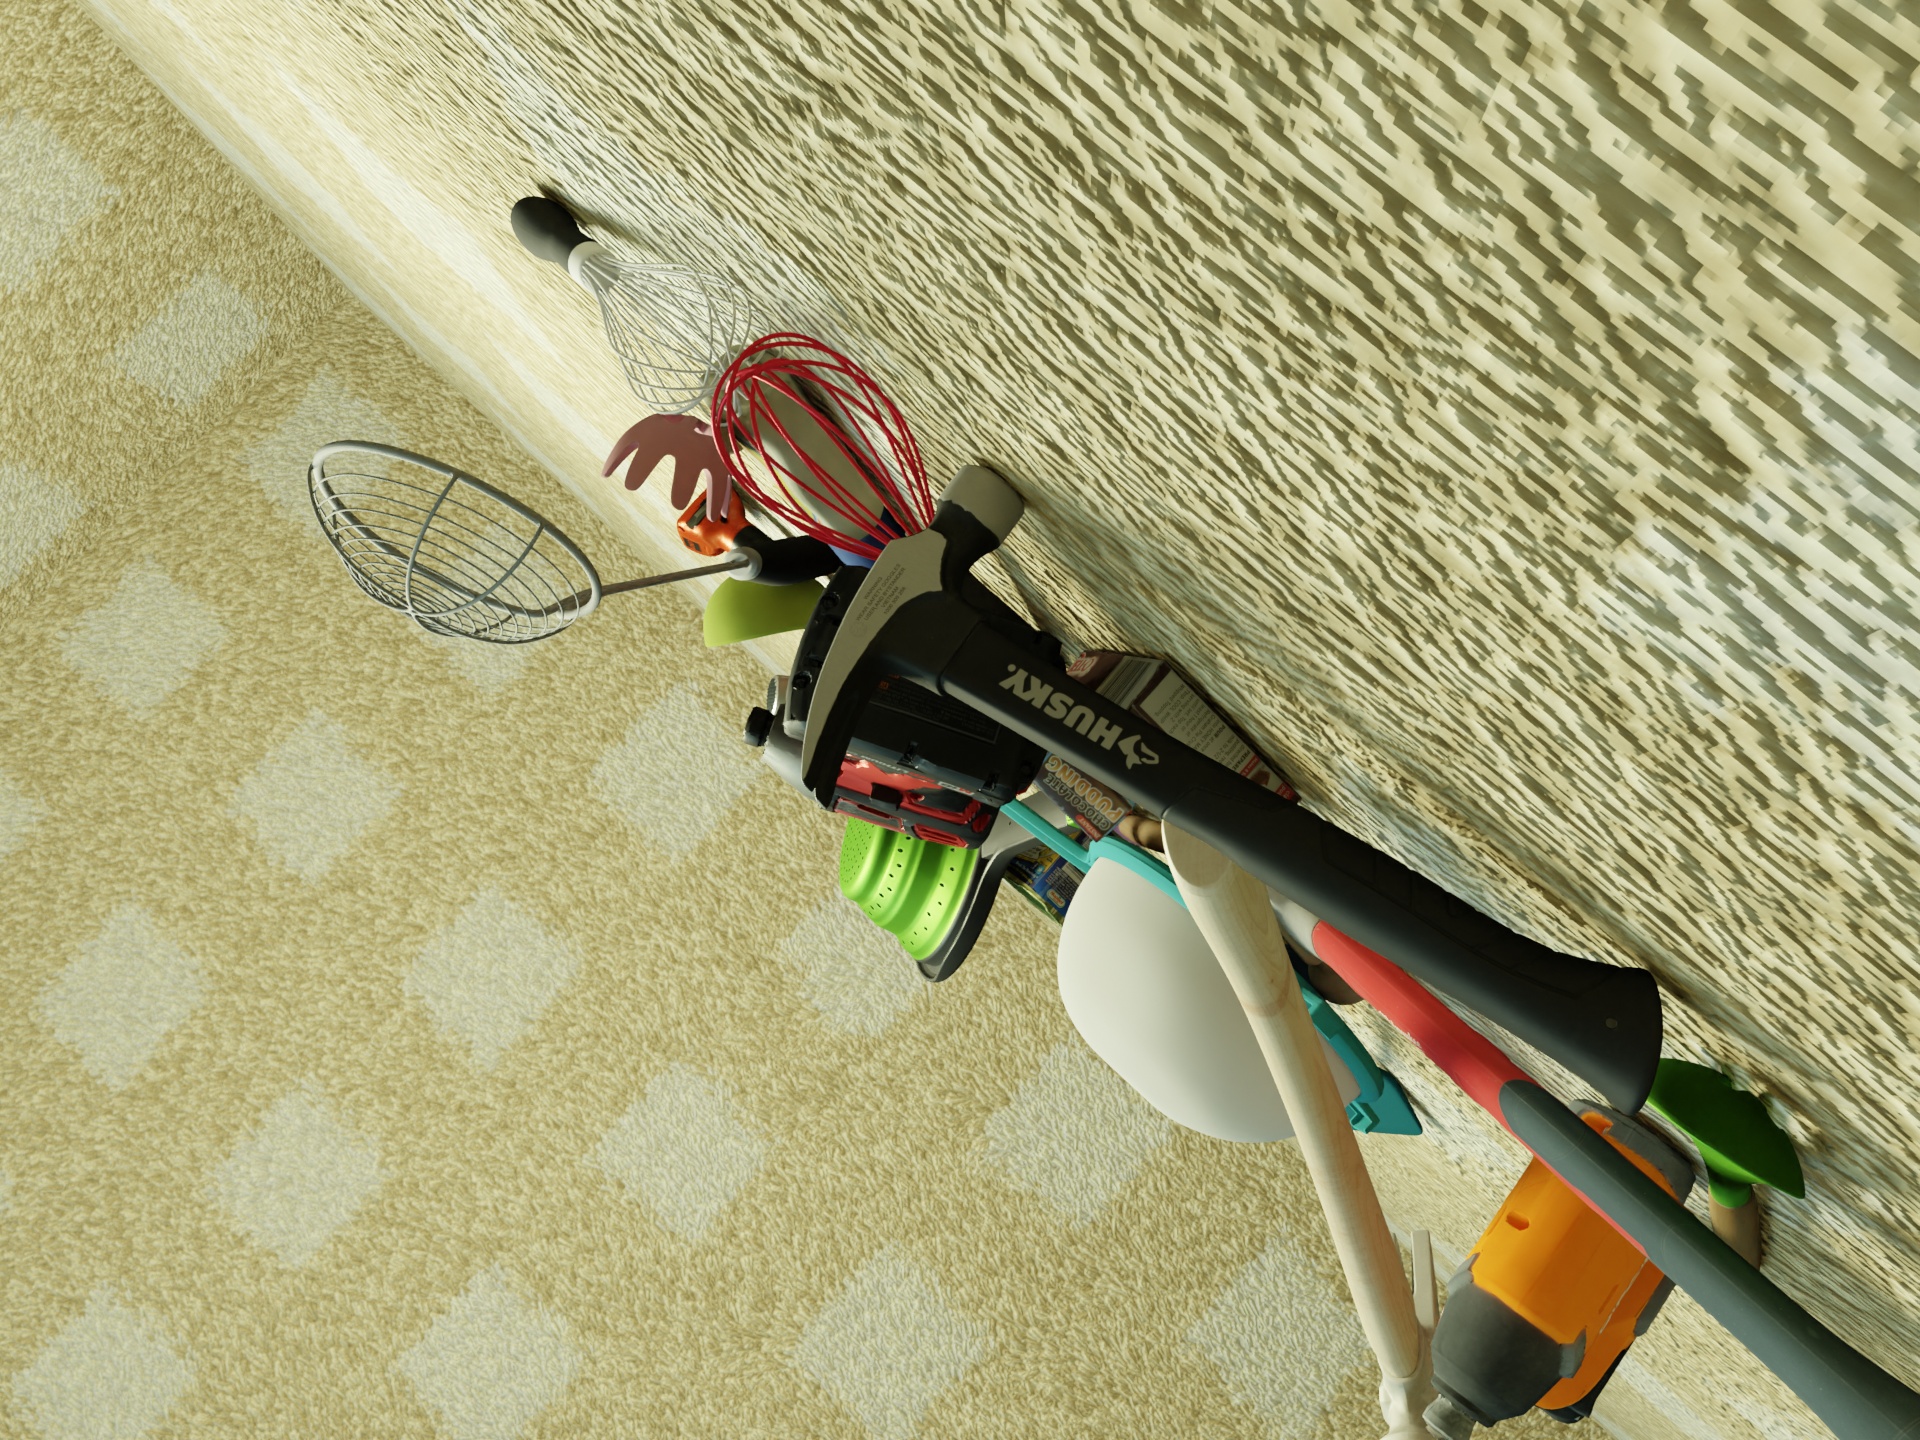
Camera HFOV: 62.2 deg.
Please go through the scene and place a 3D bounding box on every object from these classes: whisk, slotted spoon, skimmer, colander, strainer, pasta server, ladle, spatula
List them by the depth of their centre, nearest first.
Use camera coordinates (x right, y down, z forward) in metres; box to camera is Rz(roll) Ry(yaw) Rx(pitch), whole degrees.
[{"bbox_3d":[0.313,0.195,0.648,0.070,0.031,0.313,38,174,38],"label":"slotted spoon"},{"bbox_3d":[-0.017,-0.078,0.735,0.073,0.073,0.295,38,177,39],"label":"whisk"},{"bbox_3d":[-0.167,-0.213,0.778,0.285,0.070,0.070,44,176,46],"label":"whisk"},{"bbox_3d":[-0.146,-0.100,0.783,0.127,0.090,0.363,7,-166,30],"label":"skimmer"},{"bbox_3d":[-0.136,-0.143,0.853,0.060,0.040,0.316,21,-171,-6],"label":"pasta server"},{"bbox_3d":[-0.001,-0.003,0.891,0.320,0.062,0.078,28,-161,11],"label":"ladle"},{"bbox_3d":[0.083,0.137,0.929,0.341,0.095,0.210,36,168,33],"label":"strainer"},{"bbox_3d":[0.111,0.067,1.018,0.060,0.018,0.316,46,178,-2],"label":"spatula"},{"bbox_3d":[0.256,0.241,1.098,0.082,0.044,0.317,1,160,25],"label":"spatula"},{"bbox_3d":[-0.010,0.080,1.188,0.094,0.205,0.397,17,162,-16],"label":"colander"}]

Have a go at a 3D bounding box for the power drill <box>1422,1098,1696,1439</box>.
[{"bbox_3d":[0.286,0.283,0.778,0.084,0.164,0.226,33,171,31],"label":"power drill"}]

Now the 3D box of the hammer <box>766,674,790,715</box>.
[{"bbox_3d":[-0.024,-0.010,1.133,0.149,0.036,0.409,7,178,-19],"label":"hammer"}]

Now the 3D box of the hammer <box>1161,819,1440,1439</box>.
[{"bbox_3d":[0.170,0.186,0.746,0.146,0.038,0.410,-75,-33,-52],"label":"hammer"}]

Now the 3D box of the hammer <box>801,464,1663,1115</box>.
[{"bbox_3d":[0.092,0.037,0.577,0.335,0.146,0.035,32,168,21],"label":"hammer"}]

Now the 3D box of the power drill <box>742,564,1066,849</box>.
[{"bbox_3d":[-0.035,0.005,0.777,0.143,0.078,0.219,19,164,-4],"label":"power drill"}]

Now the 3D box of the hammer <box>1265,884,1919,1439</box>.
[{"bbox_3d":[0.231,0.156,0.649,0.143,0.038,0.387,48,179,-32],"label":"hammer"}]

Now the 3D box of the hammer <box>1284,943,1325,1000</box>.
[{"bbox_3d":[0.174,0.152,1.175,0.144,0.035,0.405,44,174,-11],"label":"hammer"}]
